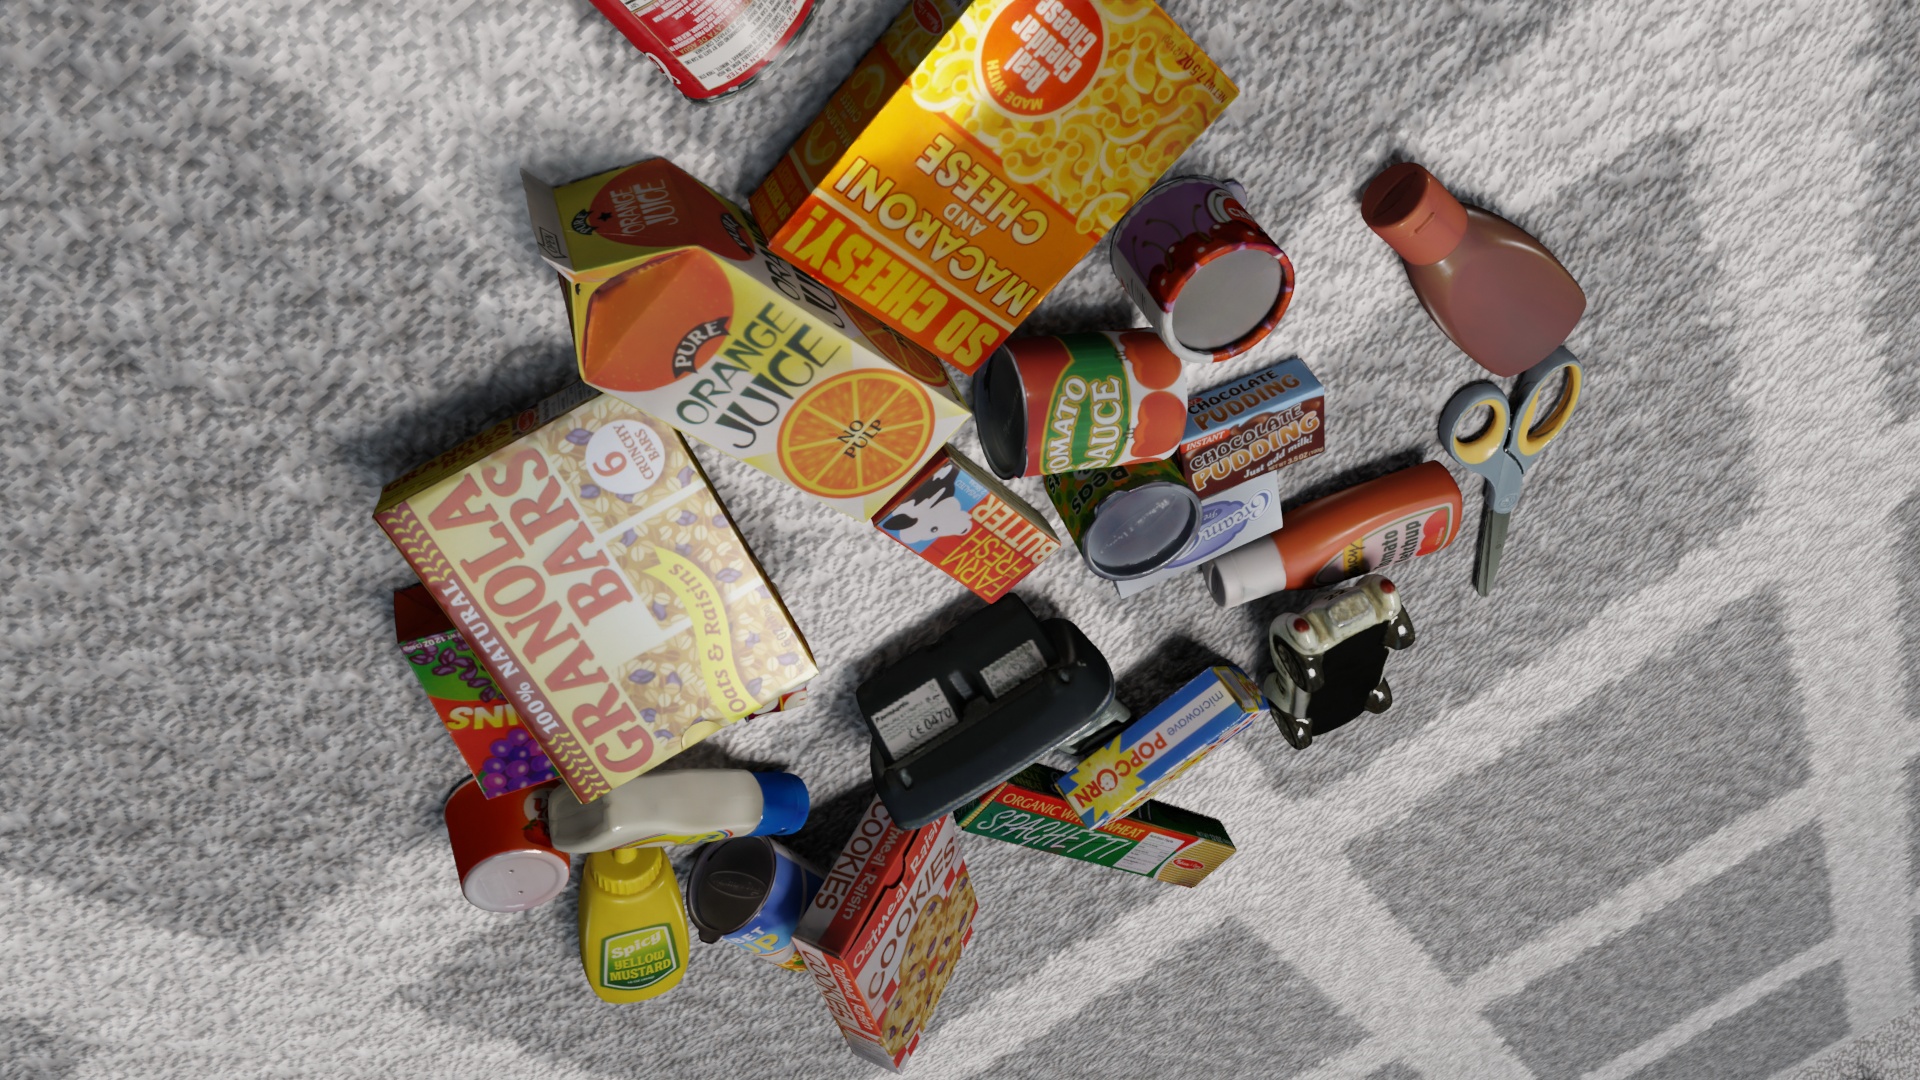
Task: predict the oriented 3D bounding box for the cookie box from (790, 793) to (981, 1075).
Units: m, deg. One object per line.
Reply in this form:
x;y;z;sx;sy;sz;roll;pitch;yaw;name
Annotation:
-0.040;0.243;0.876;0.123;0.040;0.166;-58;150;-34;cookie box

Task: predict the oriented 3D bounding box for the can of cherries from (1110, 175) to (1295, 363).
0.112;-0.125;0.634;0.071;0.058;0.071;-13;136;-13;can of cherries

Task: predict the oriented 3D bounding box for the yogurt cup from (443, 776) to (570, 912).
-0.241;0.163;0.748;0.072;0.054;0.072;-12;135;-13;yogurt cup

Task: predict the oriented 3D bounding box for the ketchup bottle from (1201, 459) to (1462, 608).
0.216;0.000;0.814;0.149;0.044;0.064;-18;144;-8;ketchup bottle

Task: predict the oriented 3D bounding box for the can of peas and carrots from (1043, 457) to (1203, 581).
0.082;-0.023;0.718;0.071;0.059;0.070;-13;135;-13;can of peas and carrots

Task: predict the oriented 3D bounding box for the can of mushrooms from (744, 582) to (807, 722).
-0.102;0.056;0.705;0.033;0.071;0.070;-16;136;-12;can of mushrooms

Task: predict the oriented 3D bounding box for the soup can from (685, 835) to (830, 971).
-0.118;0.224;0.853;0.071;0.071;0.083;-35;136;9;soup can

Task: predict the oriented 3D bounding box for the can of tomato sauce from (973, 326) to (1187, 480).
0.057;-0.065;0.658;0.083;0.071;0.070;-8;134;-19;can of tomato sauce

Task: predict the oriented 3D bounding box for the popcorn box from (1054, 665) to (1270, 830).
0.130;0.129;0.878;0.126;0.038;0.085;-39;163;14;popcorn box

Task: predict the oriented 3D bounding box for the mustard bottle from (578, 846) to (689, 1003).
-0.196;0.214;0.822;0.065;0.049;0.159;-11;135;-18;mustard bottle

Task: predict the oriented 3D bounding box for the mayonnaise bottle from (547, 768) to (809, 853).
-0.148;0.147;0.766;0.064;0.041;0.148;-22;160;37;mayonnaise bottle

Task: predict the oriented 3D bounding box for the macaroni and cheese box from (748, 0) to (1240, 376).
0.014;-0.161;0.568;0.166;0.040;0.123;-45;134;19;macaroni and cheese box

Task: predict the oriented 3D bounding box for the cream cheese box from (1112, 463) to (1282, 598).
0.128;-0.010;0.777;0.104;0.024;0.053;-24;138;-1;cream cheese box

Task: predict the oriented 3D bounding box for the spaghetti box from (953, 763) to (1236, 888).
0.097;0.196;0.956;0.250;0.029;0.050;24;118;-39;spaghetti box

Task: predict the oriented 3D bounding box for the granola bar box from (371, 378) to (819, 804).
-0.155;0.020;0.613;0.124;0.039;0.165;-29;115;-5;granola bar box

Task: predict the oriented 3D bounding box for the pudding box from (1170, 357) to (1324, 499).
0.150;-0.059;0.736;0.084;0.030;0.049;-21;136;-6;pudding box

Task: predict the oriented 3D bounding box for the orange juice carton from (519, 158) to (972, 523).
-0.093;-0.086;0.567;0.192;0.072;0.073;28;115;-41;orange juice carton

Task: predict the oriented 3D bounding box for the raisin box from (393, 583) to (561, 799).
-0.213;0.066;0.681;0.086;0.040;0.122;-18;135;-10;raisin box

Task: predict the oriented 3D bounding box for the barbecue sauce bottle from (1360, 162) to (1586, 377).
0.256;-0.138;0.701;0.148;0.044;0.064;25;117;-39;barbecue sauce bottle

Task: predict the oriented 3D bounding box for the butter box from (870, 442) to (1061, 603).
0.003;-0.009;0.719;0.053;0.024;0.103;-41;135;14;butter box
